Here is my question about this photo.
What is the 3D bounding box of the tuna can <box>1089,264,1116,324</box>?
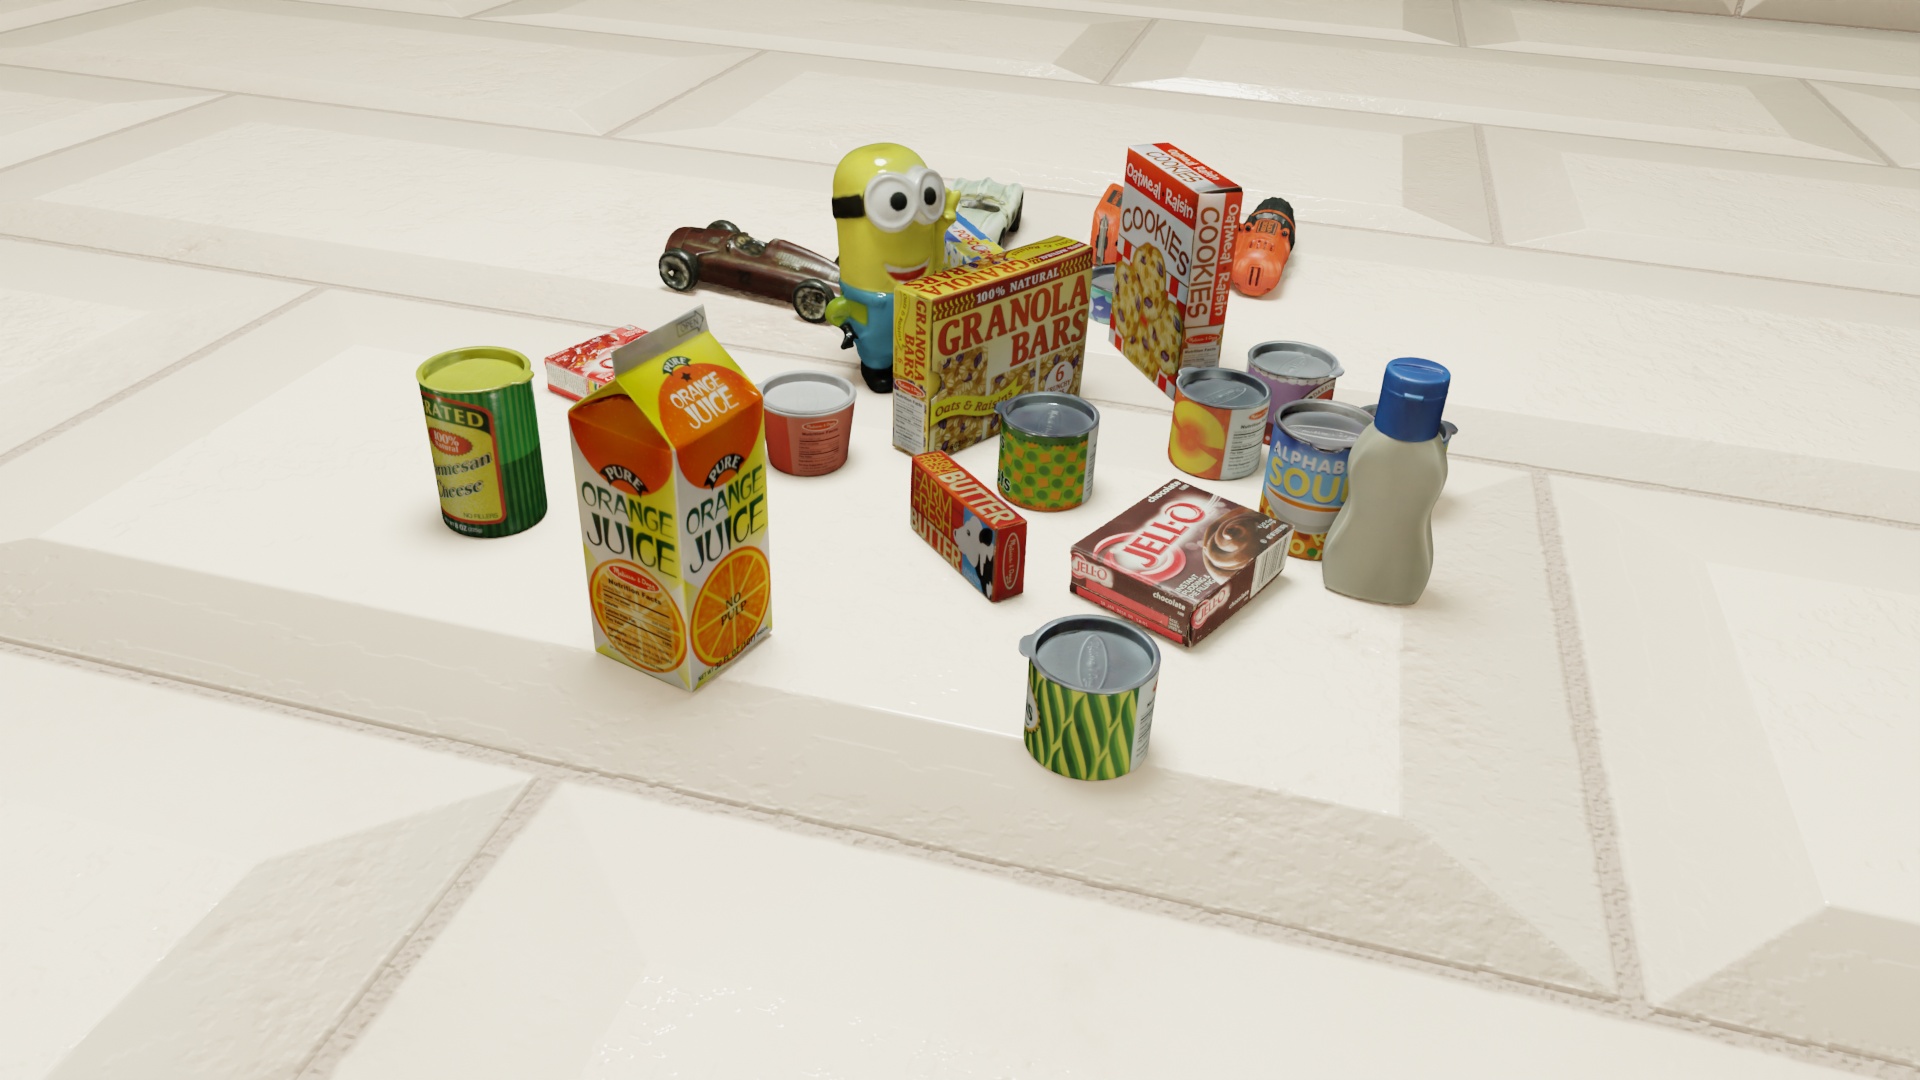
[{"bbox_3d":[0.138,-0.215,1.215,0.071,0.032,0.071,2,31,-1],"label":"tuna can"}]

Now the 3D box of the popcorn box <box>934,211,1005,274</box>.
[{"bbox_3d":[0.003,-0.213,1.152,0.038,0.084,0.127,-10,34,-20],"label":"popcorn box"}]

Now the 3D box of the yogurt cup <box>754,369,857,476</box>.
[{"bbox_3d":[-0.105,-0.080,0.956,0.072,0.053,0.073,2,31,-1],"label":"yogurt cup"}]

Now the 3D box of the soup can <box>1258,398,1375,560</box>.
[{"bbox_3d":[0.226,-0.038,0.884,0.071,0.083,0.072,2,31,-1],"label":"soup can"}]

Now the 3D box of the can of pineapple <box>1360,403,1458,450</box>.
[{"bbox_3d":[0.293,-0.052,0.937,0.071,0.057,0.071,2,31,-1],"label":"can of pineapple"}]

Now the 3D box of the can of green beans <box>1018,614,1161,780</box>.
[{"bbox_3d":[0.066,0.079,0.706,0.071,0.057,0.071,2,31,-1],"label":"can of green beans"}]

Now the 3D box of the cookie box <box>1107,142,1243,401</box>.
[{"bbox_3d":[0.165,-0.211,1.082,0.040,0.166,0.123,-8,33,-17],"label":"cookie box"}]

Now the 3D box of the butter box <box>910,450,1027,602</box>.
[{"bbox_3d":[0.003,-0.011,0.852,0.024,0.052,0.104,-15,36,-27],"label":"butter box"}]

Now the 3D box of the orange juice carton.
[{"bbox_3d":[-0.151,-0.024,0.729,0.073,0.191,0.072,19,35,25],"label":"orange juice carton"}]

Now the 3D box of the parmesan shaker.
[{"bbox_3d":[-0.293,-0.060,0.864,0.071,0.102,0.071,2,31,-1],"label":"parmesan shaker"}]

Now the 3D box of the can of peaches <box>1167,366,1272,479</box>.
[{"bbox_3d":[0.180,-0.084,0.980,0.071,0.057,0.071,2,31,-1],"label":"can of peaches"}]

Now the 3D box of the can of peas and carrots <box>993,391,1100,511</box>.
[{"bbox_3d":[0.056,-0.060,0.931,0.071,0.058,0.071,2,31,-1],"label":"can of peas and carrots"}]

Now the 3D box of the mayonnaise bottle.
[{"bbox_3d":[0.256,-0.034,0.819,0.065,0.147,0.041,12,32,15],"label":"mayonnaise bottle"}]

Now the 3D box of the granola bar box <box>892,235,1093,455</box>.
[{"bbox_3d":[0.025,-0.139,0.996,0.039,0.123,0.166,29,40,36],"label":"granola bar box"}]

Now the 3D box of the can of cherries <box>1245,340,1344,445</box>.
[{"bbox_3d":[0.243,-0.107,1.022,0.071,0.058,0.072,2,31,-1],"label":"can of cherries"}]
